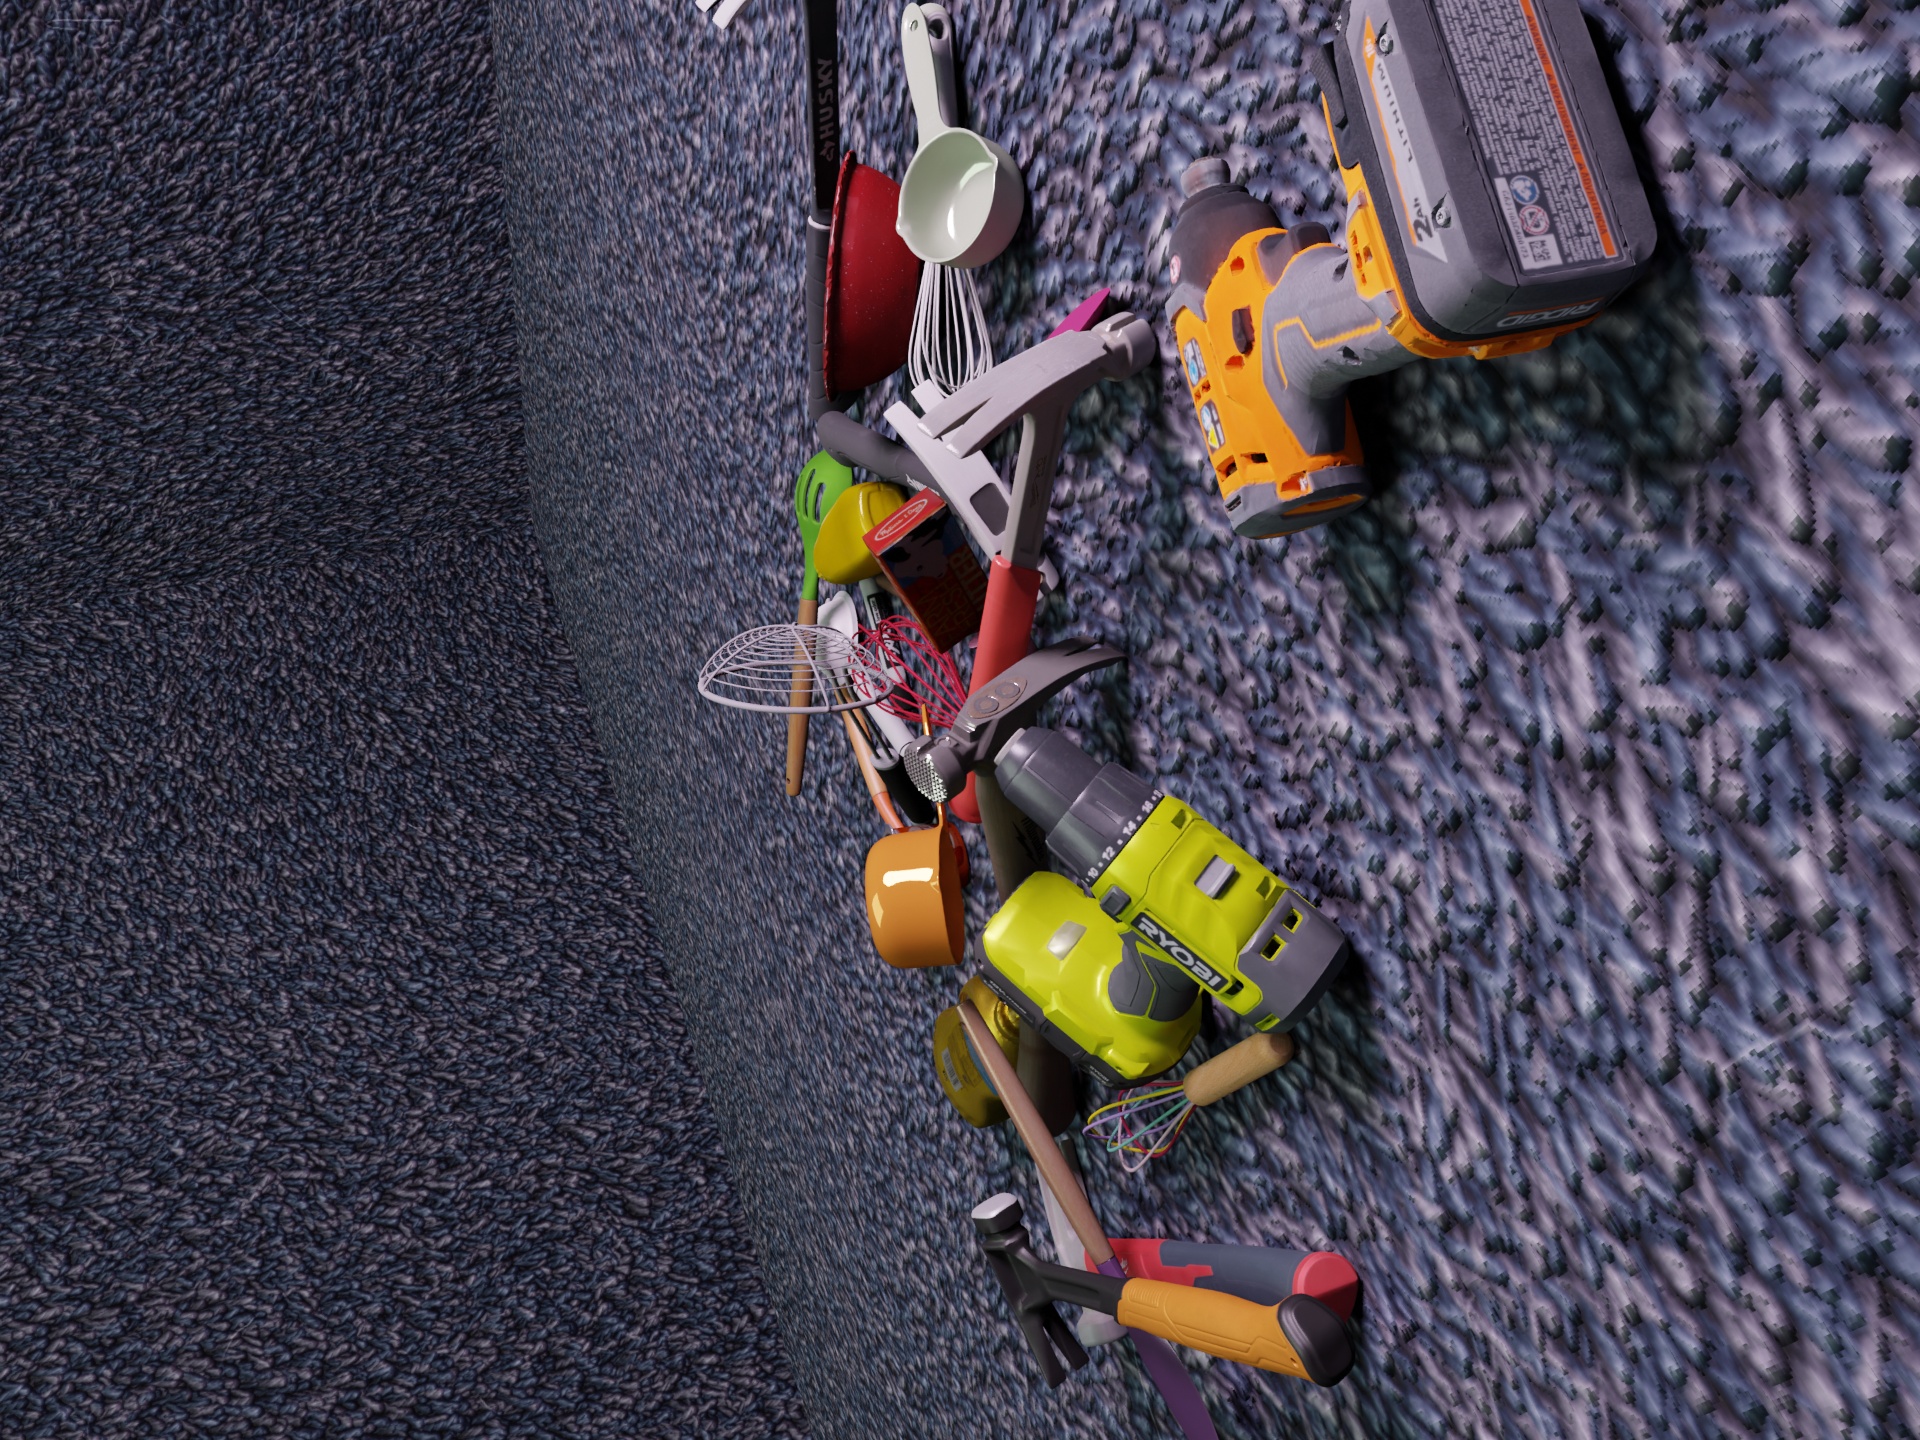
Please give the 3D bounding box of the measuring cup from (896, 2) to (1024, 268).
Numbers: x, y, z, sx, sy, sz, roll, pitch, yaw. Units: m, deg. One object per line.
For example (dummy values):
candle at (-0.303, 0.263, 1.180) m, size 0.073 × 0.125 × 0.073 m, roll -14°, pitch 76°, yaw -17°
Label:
measuring cup at (-0.005, -0.345, 0.939) m, size 0.083 × 0.038 × 0.168 m, roll -22°, pitch 73°, yaw 40°

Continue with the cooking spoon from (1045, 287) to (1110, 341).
cooking spoon at (0.027, -0.193, 0.969) m, size 0.017 × 0.069 × 0.319 m, roll 38°, pitch 167°, yaw -9°

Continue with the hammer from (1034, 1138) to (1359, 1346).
hammer at (0.134, 0.329, 0.997) m, size 0.386 × 0.038 × 0.143 m, roll 133°, pitch 124°, yaw -67°

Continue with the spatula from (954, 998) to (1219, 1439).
spatula at (0.079, 0.317, 1.005) m, size 0.316 × 0.018 × 0.059 m, roll 60°, pitch 155°, yaw 10°

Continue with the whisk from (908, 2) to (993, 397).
whisk at (-0.010, -0.312, 0.982) m, size 0.059 × 0.057 × 0.246 m, roll -161°, pitch 65°, yaw -63°

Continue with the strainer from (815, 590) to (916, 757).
strainer at (-0.088, -0.035, 1.385) m, size 0.259 × 0.050 × 0.086 m, roll 53°, pitch 135°, yaw 43°

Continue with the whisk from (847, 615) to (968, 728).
whisk at (-0.002, -0.004, 1.133) m, size 0.296 × 0.073 × 0.073 m, roll 41°, pitch 140°, yaw 50°

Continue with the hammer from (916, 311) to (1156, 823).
hammer at (0.021, -0.057, 0.904) m, size 0.037 × 0.149 × 0.358 m, roll 39°, pitch 144°, yaw 23°

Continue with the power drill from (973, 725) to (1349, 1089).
power drill at (0.082, 0.104, 0.846) m, size 0.190 × 0.080 × 0.228 m, roll 39°, pitch 154°, yaw 7°

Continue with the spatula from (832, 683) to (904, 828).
spatula at (-0.088, 0.048, 1.431) m, size 0.081 × 0.041 × 0.323 m, roll 112°, pitch 142°, yaw -59°

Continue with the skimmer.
skimmer at (-0.078, 0.029, 1.153) m, size 0.363 × 0.127 × 0.090 m, roll 63°, pitch -143°, yaw -61°

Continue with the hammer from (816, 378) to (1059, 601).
hammer at (-0.041, -0.179, 1.091) m, size 0.146 × 0.035 × 0.335 m, roll 55°, pitch 174°, yaw -27°

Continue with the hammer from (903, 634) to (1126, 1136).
hammer at (0.053, 0.132, 1.026) m, size 0.038 × 0.146 × 0.410 m, roll 33°, pitch 146°, yaw 37°

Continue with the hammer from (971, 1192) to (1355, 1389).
hammer at (0.112, 0.345, 0.916) m, size 0.337 × 0.034 × 0.127 m, roll -25°, pitch 90°, yaw 62°

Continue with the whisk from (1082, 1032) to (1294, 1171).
whisk at (0.135, 0.221, 0.935) m, size 0.047 × 0.051 × 0.245 m, roll 51°, pitch 150°, yaw 10°

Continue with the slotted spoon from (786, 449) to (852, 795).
slotted spoon at (-0.133, -0.081, 1.386) m, size 0.070 × 0.031 × 0.313 m, roll 25°, pitch 115°, yaw 45°

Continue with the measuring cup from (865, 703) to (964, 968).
measuring cup at (-0.035, 0.074, 1.023) m, size 0.095 × 0.052 × 0.174 m, roll 61°, pitch -160°, yaw -70°

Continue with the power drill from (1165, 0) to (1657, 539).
power drill at (0.143, -0.177, 0.596) m, size 0.226 × 0.084 × 0.164 m, roll 139°, pitch 118°, yaw -72°

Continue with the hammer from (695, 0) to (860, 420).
hammer at (-0.097, -0.357, 1.103) m, size 0.036 × 0.149 × 0.408 m, roll 50°, pitch 157°, yaw 24°

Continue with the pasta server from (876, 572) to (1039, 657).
pasta server at (-0.013, -0.075, 1.151) m, size 0.060 × 0.040 × 0.316 m, roll 49°, pitch 173°, yaw -24°
